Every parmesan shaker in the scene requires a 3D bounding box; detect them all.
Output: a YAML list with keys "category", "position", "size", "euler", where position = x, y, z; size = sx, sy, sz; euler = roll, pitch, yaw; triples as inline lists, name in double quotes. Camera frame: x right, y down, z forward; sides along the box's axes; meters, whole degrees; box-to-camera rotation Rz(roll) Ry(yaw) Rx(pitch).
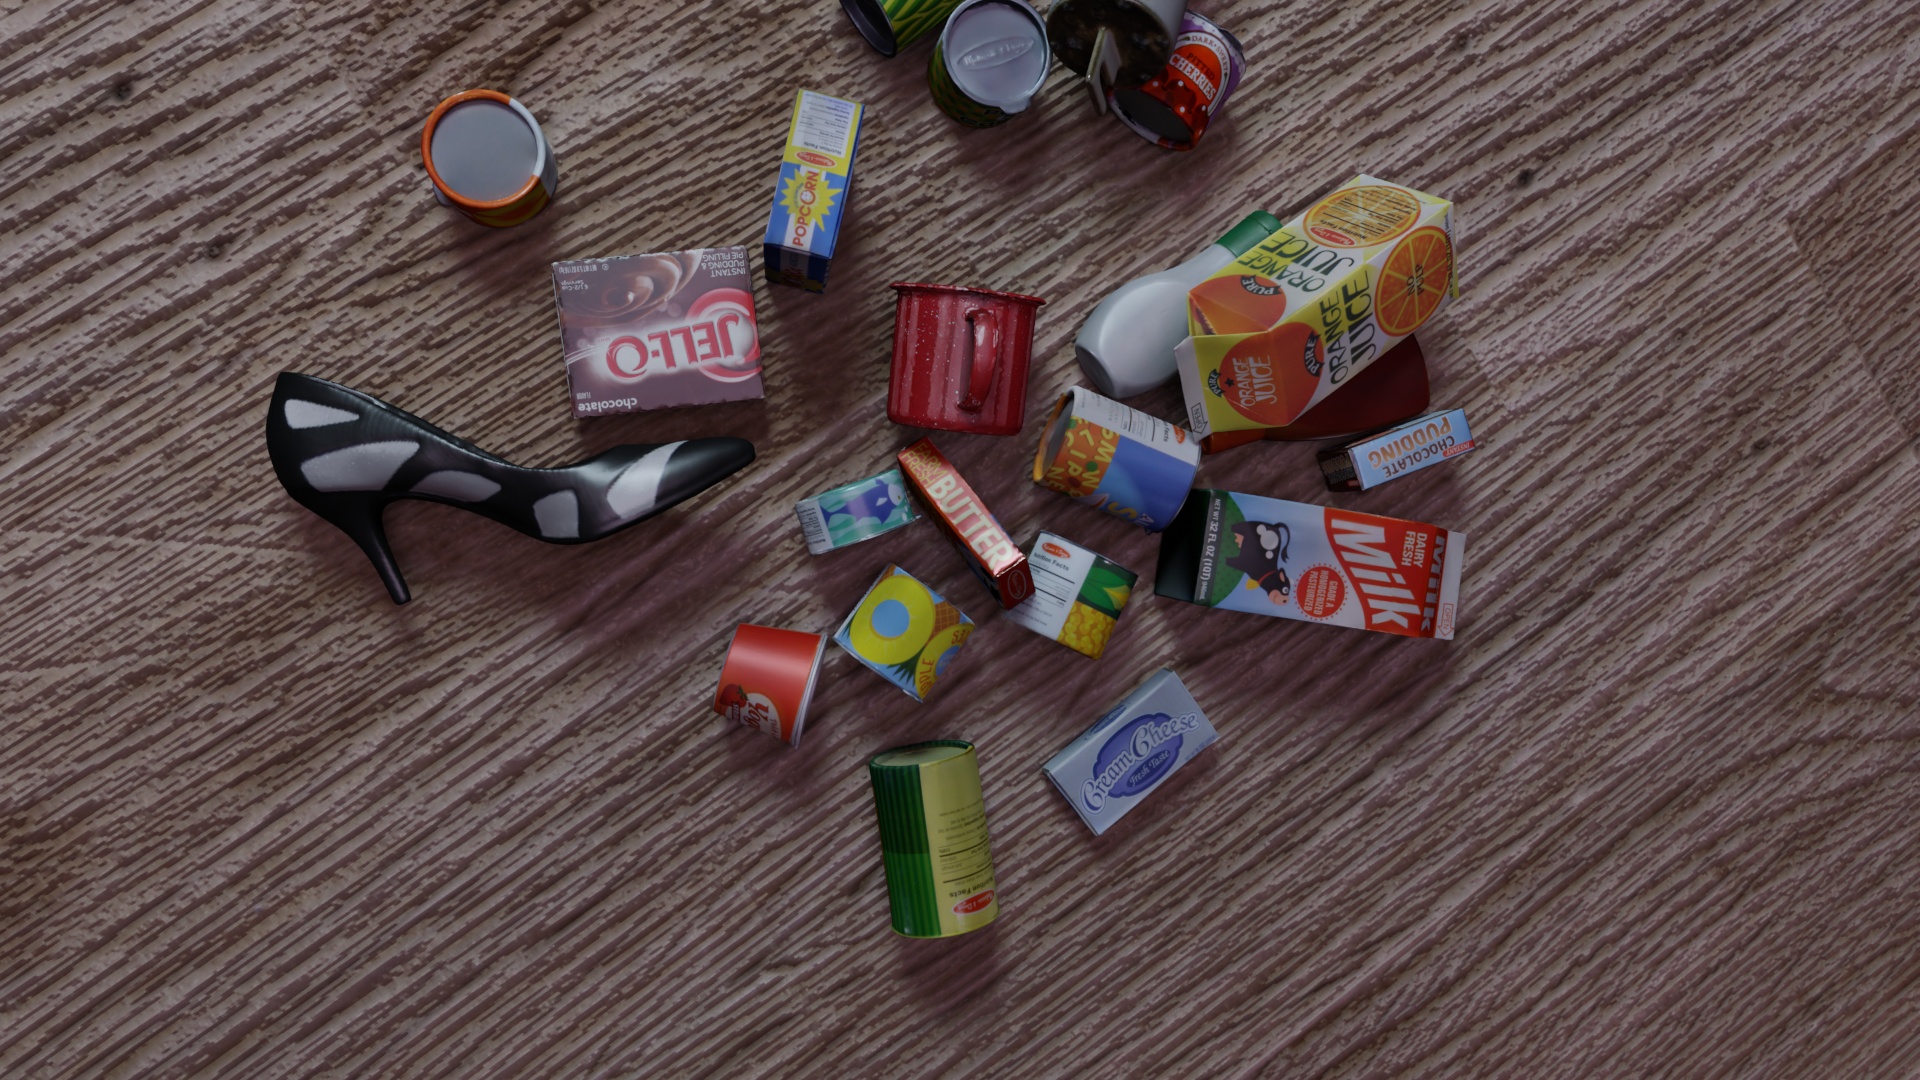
- category: "parmesan shaker"
  position: [-0.014, 0.177, 0.837]
  size: [0.071, 0.071, 0.103]
  euler: [-9, 93, -10]

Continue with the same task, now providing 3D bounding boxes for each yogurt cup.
- category: "yogurt cup"
  position: [-0.112, 0.081, 0.816]
  size: [0.054, 0.072, 0.072]
  euler: [16, 89, -3]

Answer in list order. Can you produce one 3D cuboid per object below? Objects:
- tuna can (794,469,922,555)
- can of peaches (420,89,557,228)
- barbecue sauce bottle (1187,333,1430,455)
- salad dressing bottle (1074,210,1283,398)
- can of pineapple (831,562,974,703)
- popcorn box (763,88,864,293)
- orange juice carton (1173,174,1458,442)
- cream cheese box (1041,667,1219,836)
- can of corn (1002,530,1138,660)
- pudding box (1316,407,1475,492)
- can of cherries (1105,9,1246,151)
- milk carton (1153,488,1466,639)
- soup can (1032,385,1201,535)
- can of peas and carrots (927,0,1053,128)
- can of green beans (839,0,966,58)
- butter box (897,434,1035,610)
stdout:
- category: "tuna can"
  position: [-0.060, -0.018, 0.820]
  size: [0.071, 0.071, 0.033]
  euler: [-19, 95, -9]
- category: "can of peaches"
  position: [-0.266, -0.212, 0.780]
  size: [0.071, 0.058, 0.071]
  euler: [0, 92, -11]
- category: "barbecue sauce bottle"
  position: [0.220, -0.091, 0.881]
  size: [0.149, 0.043, 0.065]
  euler: [-17, 93, -9]
- category: "salad dressing bottle"
  position: [0.140, -0.149, 0.865]
  size: [0.148, 0.044, 0.064]
  euler: [-38, 102, -8]
- category: "can of pineapple"
  position: [-0.032, 0.055, 0.827]
  size: [0.071, 0.071, 0.058]
  euler: [37, 85, -10]
- category: "popcorn box"
  position: [-0.083, -0.192, 0.780]
  size: [0.038, 0.126, 0.085]
  euler: [12, 90, -8]
- category: "orange juice carton"
  position: [0.205, -0.137, 0.836]
  size: [0.193, 0.073, 0.071]
  euler: [-35, 132, -16]
- category: "cream cheese box"
  position: [0.108, 0.133, 0.877]
  size: [0.104, 0.024, 0.053]
  euler: [-38, 97, -7]
- category: "can of corn"
  position: [0.068, 0.034, 0.847]
  size: [0.071, 0.071, 0.058]
  euler: [26, 88, -10]
- category: "pudding box"
  position: [0.278, -0.057, 0.890]
  size: [0.084, 0.049, 0.030]
  euler: [-19, 94, -10]
- category: "can of cherries"
  position: [0.131, -0.280, 0.845]
  size: [0.071, 0.071, 0.058]
  euler: [35, 86, -10]
- category: "milk carton"
  position: [0.227, 0.016, 0.871]
  size: [0.191, 0.073, 0.072]
  euler: [8, 91, -11]
- category: "soup can"
  position: [0.093, -0.047, 0.849]
  size: [0.084, 0.071, 0.071]
  euler: [21, 88, -10]
- category: "can of peas and carrots"
  position: [0.018, -0.283, 0.830]
  size: [0.071, 0.059, 0.071]
  euler: [-1, 93, -11]
- category: "can of green beans"
  position: [-0.036, -0.328, 0.815]
  size: [0.058, 0.071, 0.071]
  euler: [-38, 98, -7]
- category: "butter box"
  position: [0.003, -0.010, 0.816]
  size: [0.024, 0.053, 0.104]
  euler: [-35, 65, -8]
